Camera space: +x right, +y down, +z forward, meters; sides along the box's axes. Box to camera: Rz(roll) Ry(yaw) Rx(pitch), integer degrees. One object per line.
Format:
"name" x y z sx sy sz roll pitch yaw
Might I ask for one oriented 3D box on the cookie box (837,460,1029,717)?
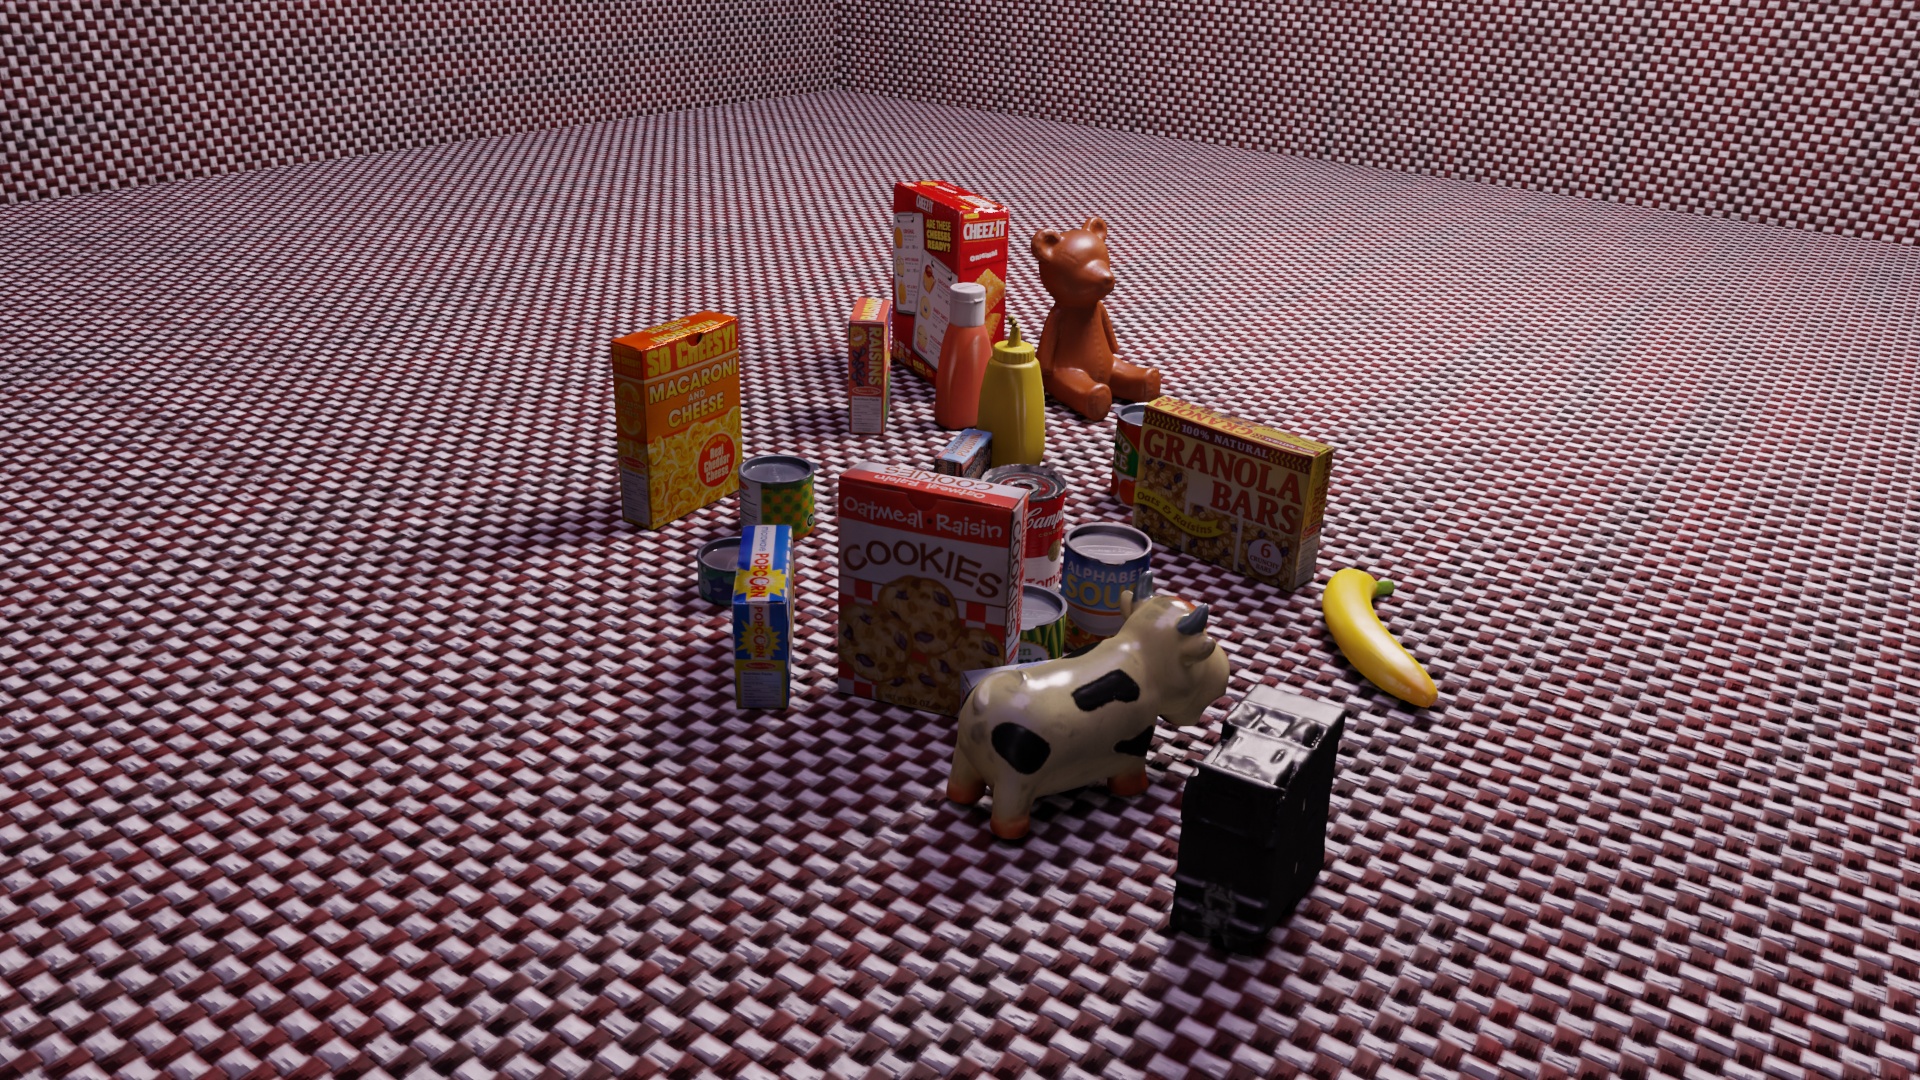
"cookie box" -0.021 0.037 0.947 0.123 0.166 0.040 10 26 16

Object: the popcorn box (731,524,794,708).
"popcorn box" -0.140 0.052 0.999 0.038 0.084 0.127 0 25 -5

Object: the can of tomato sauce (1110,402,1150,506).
"can of tomato sauce" 0.175 -0.080 1.309 0.071 0.082 0.071 2 25 -1

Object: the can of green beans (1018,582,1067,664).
"can of green beans" 0.042 0.071 1.009 0.071 0.057 0.071 2 25 -1

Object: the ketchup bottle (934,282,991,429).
"ketchup bottle" 0.006 -0.193 1.453 0.065 0.148 0.043 -18 32 -37

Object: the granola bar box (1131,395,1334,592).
"granola bar box" 0.227 -0.042 1.186 0.166 0.123 0.039 22 32 36

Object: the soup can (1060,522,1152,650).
"soup can" 0.108 0.038 1.053 0.071 0.083 0.071 2 25 -1

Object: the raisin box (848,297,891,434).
"raisin box" -0.095 -0.183 1.452 0.040 0.122 0.086 3 25 1

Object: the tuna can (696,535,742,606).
"tuna can" -0.175 0.025 1.114 0.071 0.032 0.071 2 25 -1

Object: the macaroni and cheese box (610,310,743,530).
"macaroni and cheese box" -0.247 -0.108 1.231 0.040 0.165 0.124 17 29 28

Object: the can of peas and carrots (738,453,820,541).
"can of peas and carrots" -0.158 -0.037 1.216 0.071 0.058 0.071 2 25 -1

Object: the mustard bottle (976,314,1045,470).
"mustard bottle" 0.050 -0.139 1.331 0.065 0.159 0.049 20 30 32

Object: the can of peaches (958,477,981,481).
"can of peaches" 0.004 -0.015 1.185 0.071 0.057 0.071 2 25 -1

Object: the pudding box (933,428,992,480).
"pudding box" 0.002 -0.069 1.308 0.030 0.049 0.084 11 27 18

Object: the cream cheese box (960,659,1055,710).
"cream cheese box" 0.051 0.109 0.933 0.104 0.053 0.024 -6 26 -18
